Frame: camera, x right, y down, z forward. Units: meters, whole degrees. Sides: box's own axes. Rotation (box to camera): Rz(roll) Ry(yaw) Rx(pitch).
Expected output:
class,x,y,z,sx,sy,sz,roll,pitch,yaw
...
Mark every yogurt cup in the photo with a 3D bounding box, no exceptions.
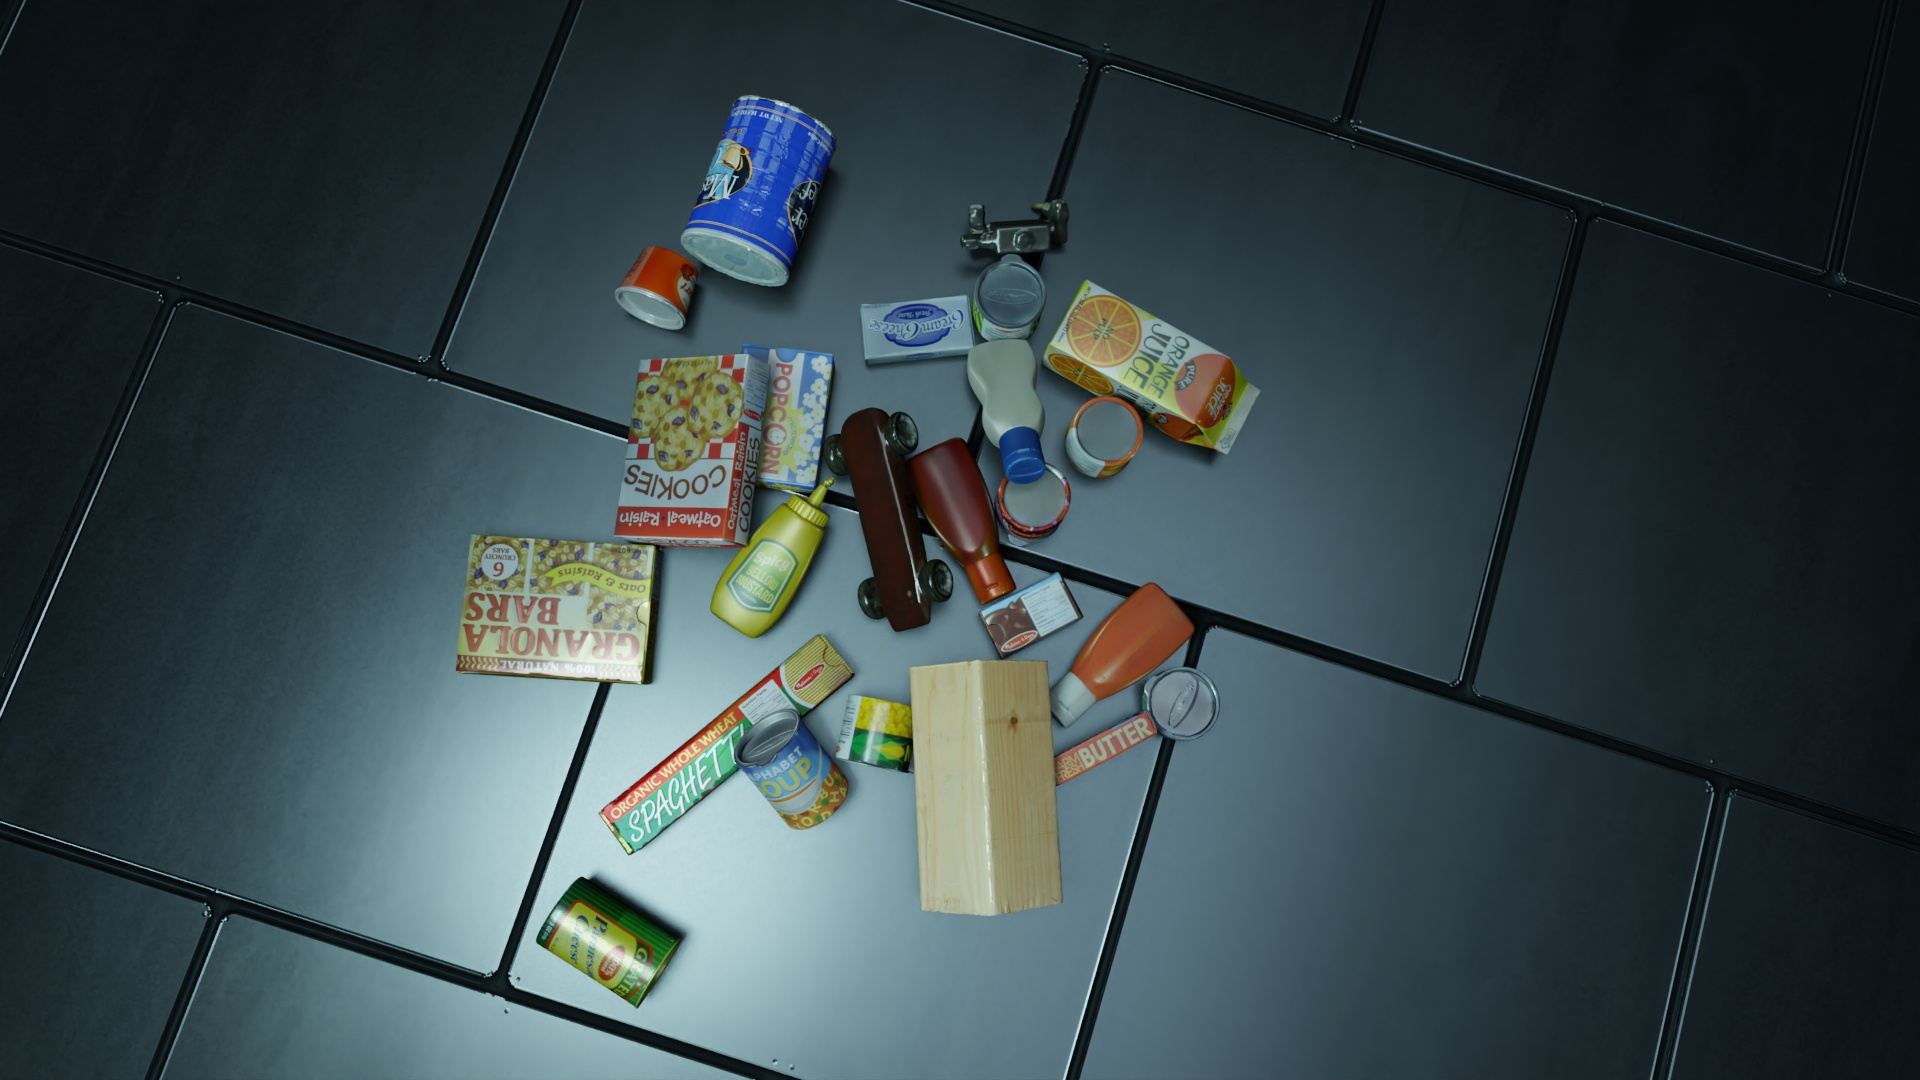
class,x,y,z,sx,sy,sz,roll,pitch,yaw
yogurt cup,-0.277,-0.234,1.278,0.072,0.072,0.054,19,73,1

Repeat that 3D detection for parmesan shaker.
class,x,y,z,sx,sy,sz,roll,pitch,yaw
parmesan shaker,-0.301,0.344,1.183,0.103,0.071,0.071,31,81,3

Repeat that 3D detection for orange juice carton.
class,x,y,z,sx,sy,sz,roll,pitch,yaw
orange juice carton,0.177,-0.155,1.279,0.193,0.073,0.072,29,81,2

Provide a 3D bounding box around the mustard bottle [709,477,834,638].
class,x,y,z,sx,sy,sz,roll,pitch,yaw
mustard bottle,-0.160,0.009,1.240,0.065,0.049,0.160,33,91,-4

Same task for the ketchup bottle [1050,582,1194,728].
class,x,y,z,sx,sy,sz,roll,pitch,yaw
ketchup bottle,0.138,0.107,1.250,0.149,0.043,0.065,-41,84,-8

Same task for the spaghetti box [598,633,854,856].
class,x,y,z,sx,sy,sz,roll,pitch,yaw
spaghetti box,-0.206,0.179,1.232,0.250,0.028,0.050,-39,85,-8

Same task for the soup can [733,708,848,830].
class,x,y,z,sx,sy,sz,roll,pitch,yaw
soup can,-0.145,0.199,1.194,0.071,0.071,0.083,-36,116,-7

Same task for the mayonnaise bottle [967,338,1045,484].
class,x,y,z,sx,sy,sz,roll,pitch,yaw
mayonnaise bottle,0.046,-0.117,1.252,0.065,0.041,0.149,-8,53,-3

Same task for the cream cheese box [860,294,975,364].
class,x,y,z,sx,sy,sz,roll,pitch,yaw
cream cheese box,-0.040,-0.197,1.301,0.104,0.024,0.053,-6,82,-3

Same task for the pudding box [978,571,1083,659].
class,x,y,z,sx,sy,sz,roll,pitch,yaw
pudding box,0.063,0.068,1.260,0.084,0.030,0.049,-27,84,-6

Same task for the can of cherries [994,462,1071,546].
class,x,y,z,sx,sy,sz,roll,pitch,yaw
can of cherries,0.065,-0.033,1.262,0.071,0.058,0.071,0,81,-2

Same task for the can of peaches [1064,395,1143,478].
class,x,y,z,sx,sy,sz,roll,pitch,yaw
can of peaches,0.133,-0.096,1.275,0.071,0.058,0.071,0,81,-2

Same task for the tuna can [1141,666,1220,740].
class,x,y,z,sx,sy,sz,roll,pitch,yaw
tuna can,0.196,0.146,1.252,0.071,0.033,0.071,0,81,-2

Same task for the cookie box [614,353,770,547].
class,x,y,z,sx,sy,sz,roll,pitch,yaw
cookie box,-0.239,-0.079,1.241,0.123,0.040,0.167,1,80,28

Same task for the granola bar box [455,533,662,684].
class,x,y,z,sx,sy,sz,roll,pitch,yaw
granola bar box,-0.356,0.062,1.239,0.166,0.039,0.124,3,81,-2

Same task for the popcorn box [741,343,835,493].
class,x,y,z,sx,sy,sz,roll,pitch,yaw
popcorn box,-0.166,-0.111,1.275,0.085,0.038,0.127,7,81,0

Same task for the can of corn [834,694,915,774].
class,x,y,z,sx,sy,sz,roll,pitch,yaw
can of corn,-0.070,0.170,1.221,0.071,0.071,0.058,11,81,-1

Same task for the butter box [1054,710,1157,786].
class,x,y,z,sx,sy,sz,roll,pitch,yaw
butter box,0.122,0.185,1.232,0.103,0.053,0.024,-27,81,-6

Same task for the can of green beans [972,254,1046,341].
class,x,y,z,sx,sy,sz,roll,pitch,yaw
can of green beans,0.045,-0.220,1.291,0.071,0.057,0.071,0,81,-2

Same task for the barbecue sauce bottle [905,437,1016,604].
class,x,y,z,sx,sy,sz,roll,pitch,yaw
barbecue sauce bottle,0.005,-0.016,1.264,0.065,0.043,0.148,-25,83,7
